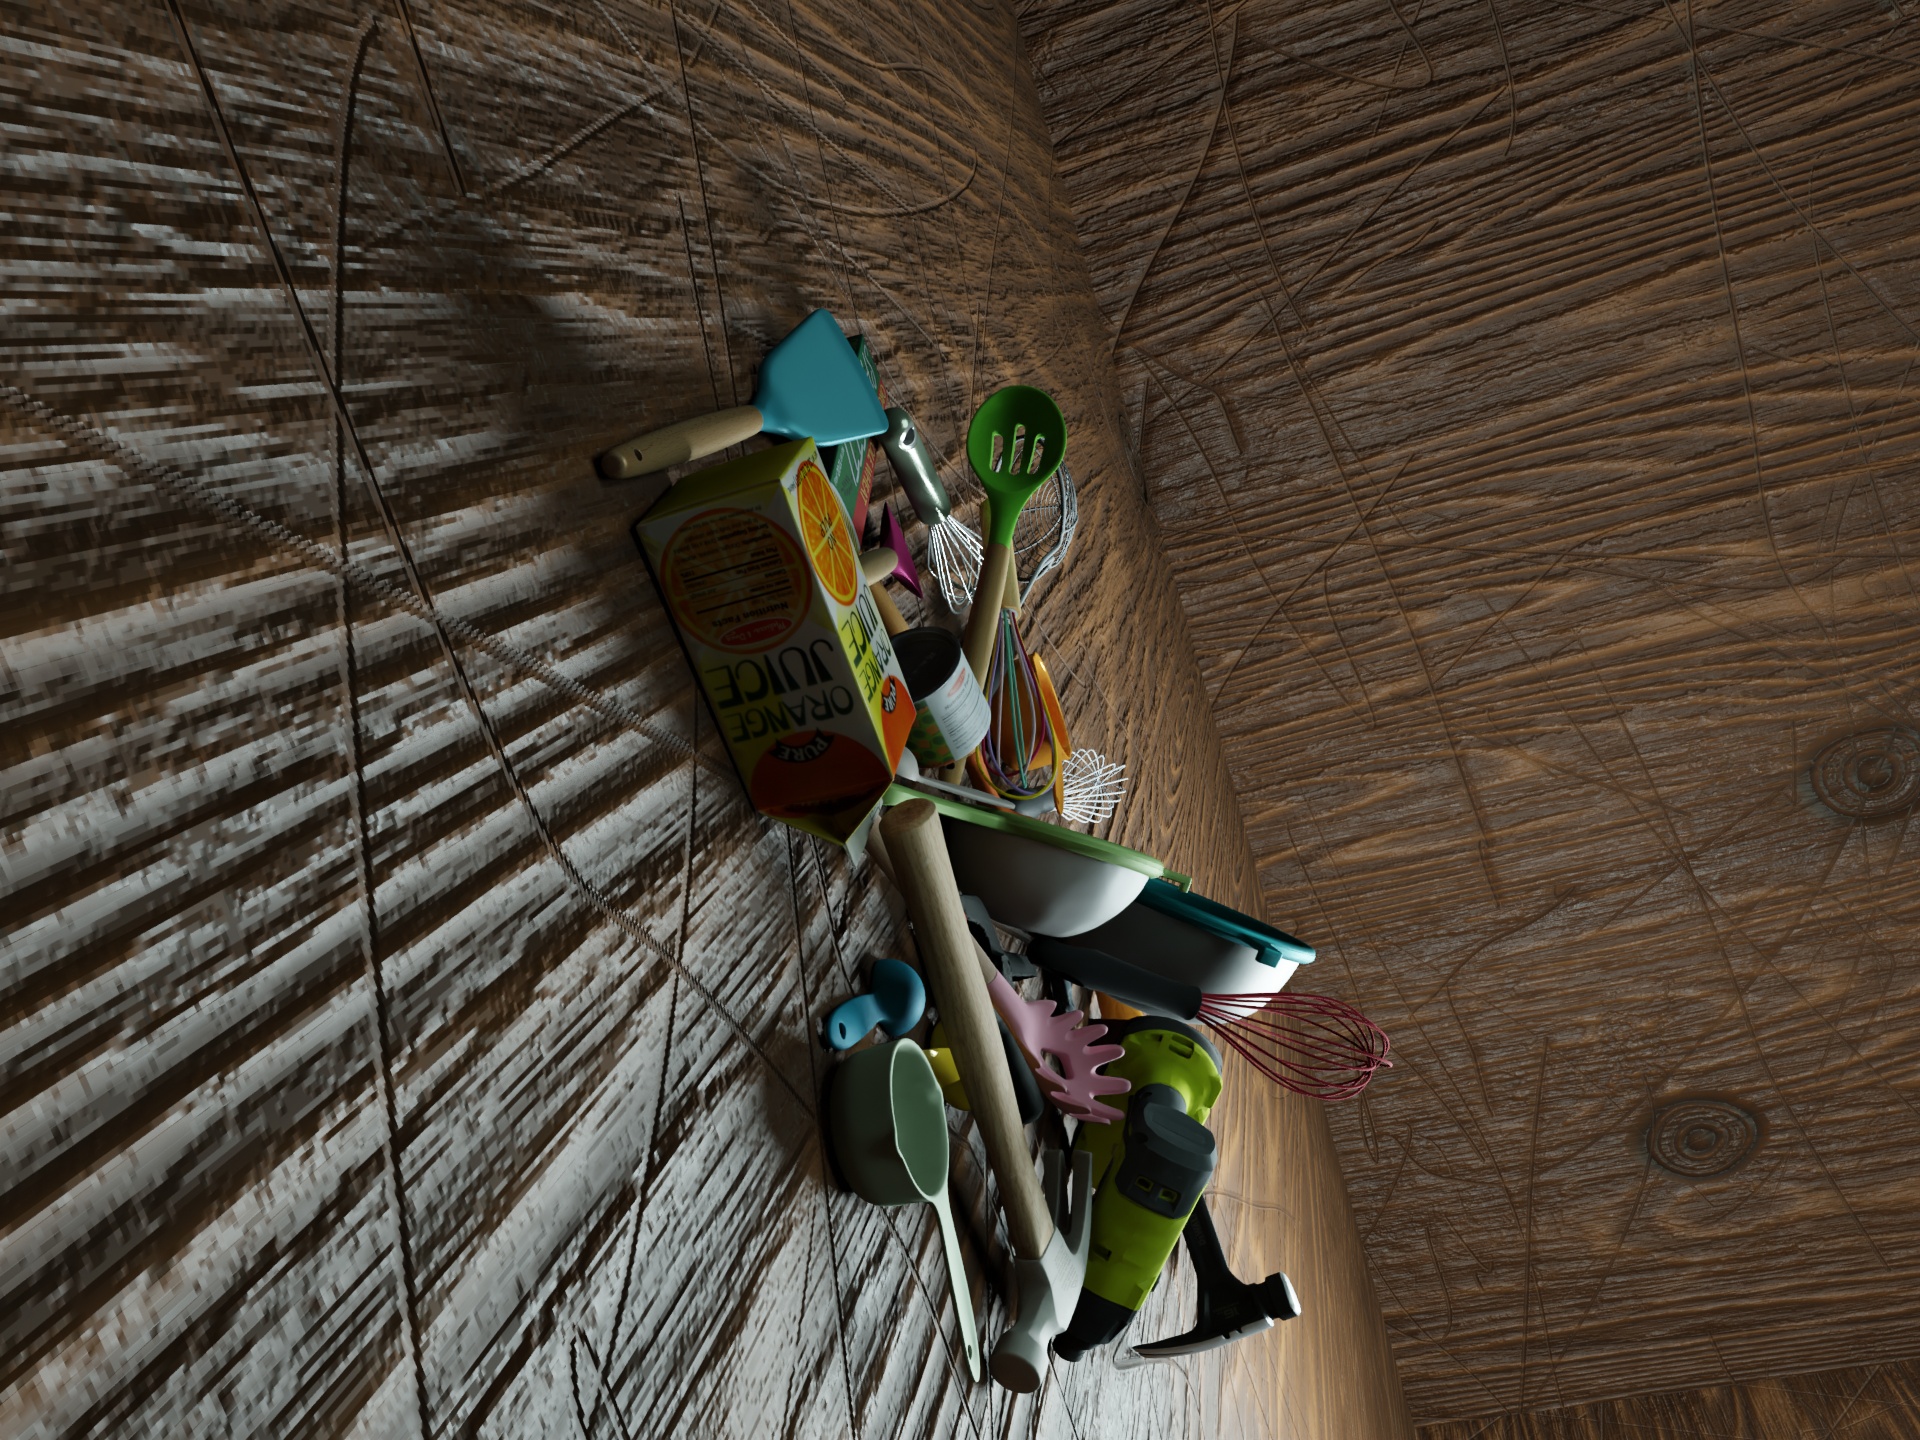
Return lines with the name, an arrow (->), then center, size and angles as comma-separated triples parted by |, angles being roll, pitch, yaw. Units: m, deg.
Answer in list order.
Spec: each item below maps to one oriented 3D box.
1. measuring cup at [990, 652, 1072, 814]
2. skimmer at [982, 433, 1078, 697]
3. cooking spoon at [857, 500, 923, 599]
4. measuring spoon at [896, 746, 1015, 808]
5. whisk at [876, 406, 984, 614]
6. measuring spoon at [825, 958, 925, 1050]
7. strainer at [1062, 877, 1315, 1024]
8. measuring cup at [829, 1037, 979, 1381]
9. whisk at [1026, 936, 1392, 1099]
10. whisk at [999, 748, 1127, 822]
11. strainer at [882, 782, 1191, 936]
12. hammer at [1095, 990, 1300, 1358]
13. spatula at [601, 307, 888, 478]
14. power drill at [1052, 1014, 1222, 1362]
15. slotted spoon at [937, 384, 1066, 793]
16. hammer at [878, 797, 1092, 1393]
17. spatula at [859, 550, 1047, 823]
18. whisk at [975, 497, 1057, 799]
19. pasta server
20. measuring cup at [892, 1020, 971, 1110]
measuring cup -> 0.049, 0.020, 1.209 | 0.174, 0.052, 0.095 | -90, 160, -54
skimmer -> 0.024, -0.113, 1.281 | 0.363, 0.090, 0.127 | -64, 176, -53
cooking spoon -> -0.047, -0.093, 0.930 | 0.319, 0.017, 0.068 | -70, 140, -81
measuring spoon -> -0.008, 0.033, 0.950 | 0.124, 0.034, 0.018 | 20, 91, -43
whisk -> -0.017, -0.142, 1.103 | 0.058, 0.059, 0.246 | -60, 156, -14
measuring spoon -> -0.040, 0.148, 0.814 | 0.128, 0.021, 0.042 | -3, 78, -77
strainer -> 0.178, 0.187, 1.274 | 0.095, 0.211, 0.340 | -68, 157, -1
measuring cup -> -0.025, 0.237, 0.759 | 0.083, 0.038, 0.167 | -20, 97, -76
whisk -> 0.173, 0.198, 1.083 | 0.295, 0.073, 0.073 | 21, 42, -21
whisk -> 0.079, 0.062, 1.310 | 0.284, 0.070, 0.070 | -7, 82, -70
strainer -> 0.020, 0.091, 0.993 | 0.256, 0.151, 0.069 | 21, 83, -50
hammer -> 0.155, 0.331, 1.275 | 0.034, 0.127, 0.337 | 54, 15, -51
spatula -> -0.109, -0.159, 0.820 | 0.082, 0.044, 0.317 | 62, 18, -10
power drill -> 0.112, 0.302, 1.049 | 0.223, 0.080, 0.171 | -47, 161, -74
slotted spoon -> 0.018, -0.092, 1.052 | 0.031, 0.070, 0.314 | 80, 19, -60
hammer -> 0.015, 0.191, 0.857 | 0.130, 0.031, 0.331 | -51, 131, -55
spatula -> -0.002, -0.003, 1.069 | 0.041, 0.081, 0.322 | -55, 133, -30
whisk -> 0.028, -0.054, 1.063 | 0.051, 0.047, 0.245 | 53, 26, -52
pasta server -> 0.007, 0.126, 0.897 | 0.316, 0.040, 0.060 | 55, 36, -31
measuring cup -> -0.016, 0.191, 0.871 | 0.156, 0.029, 0.062 | 15, 60, -66
